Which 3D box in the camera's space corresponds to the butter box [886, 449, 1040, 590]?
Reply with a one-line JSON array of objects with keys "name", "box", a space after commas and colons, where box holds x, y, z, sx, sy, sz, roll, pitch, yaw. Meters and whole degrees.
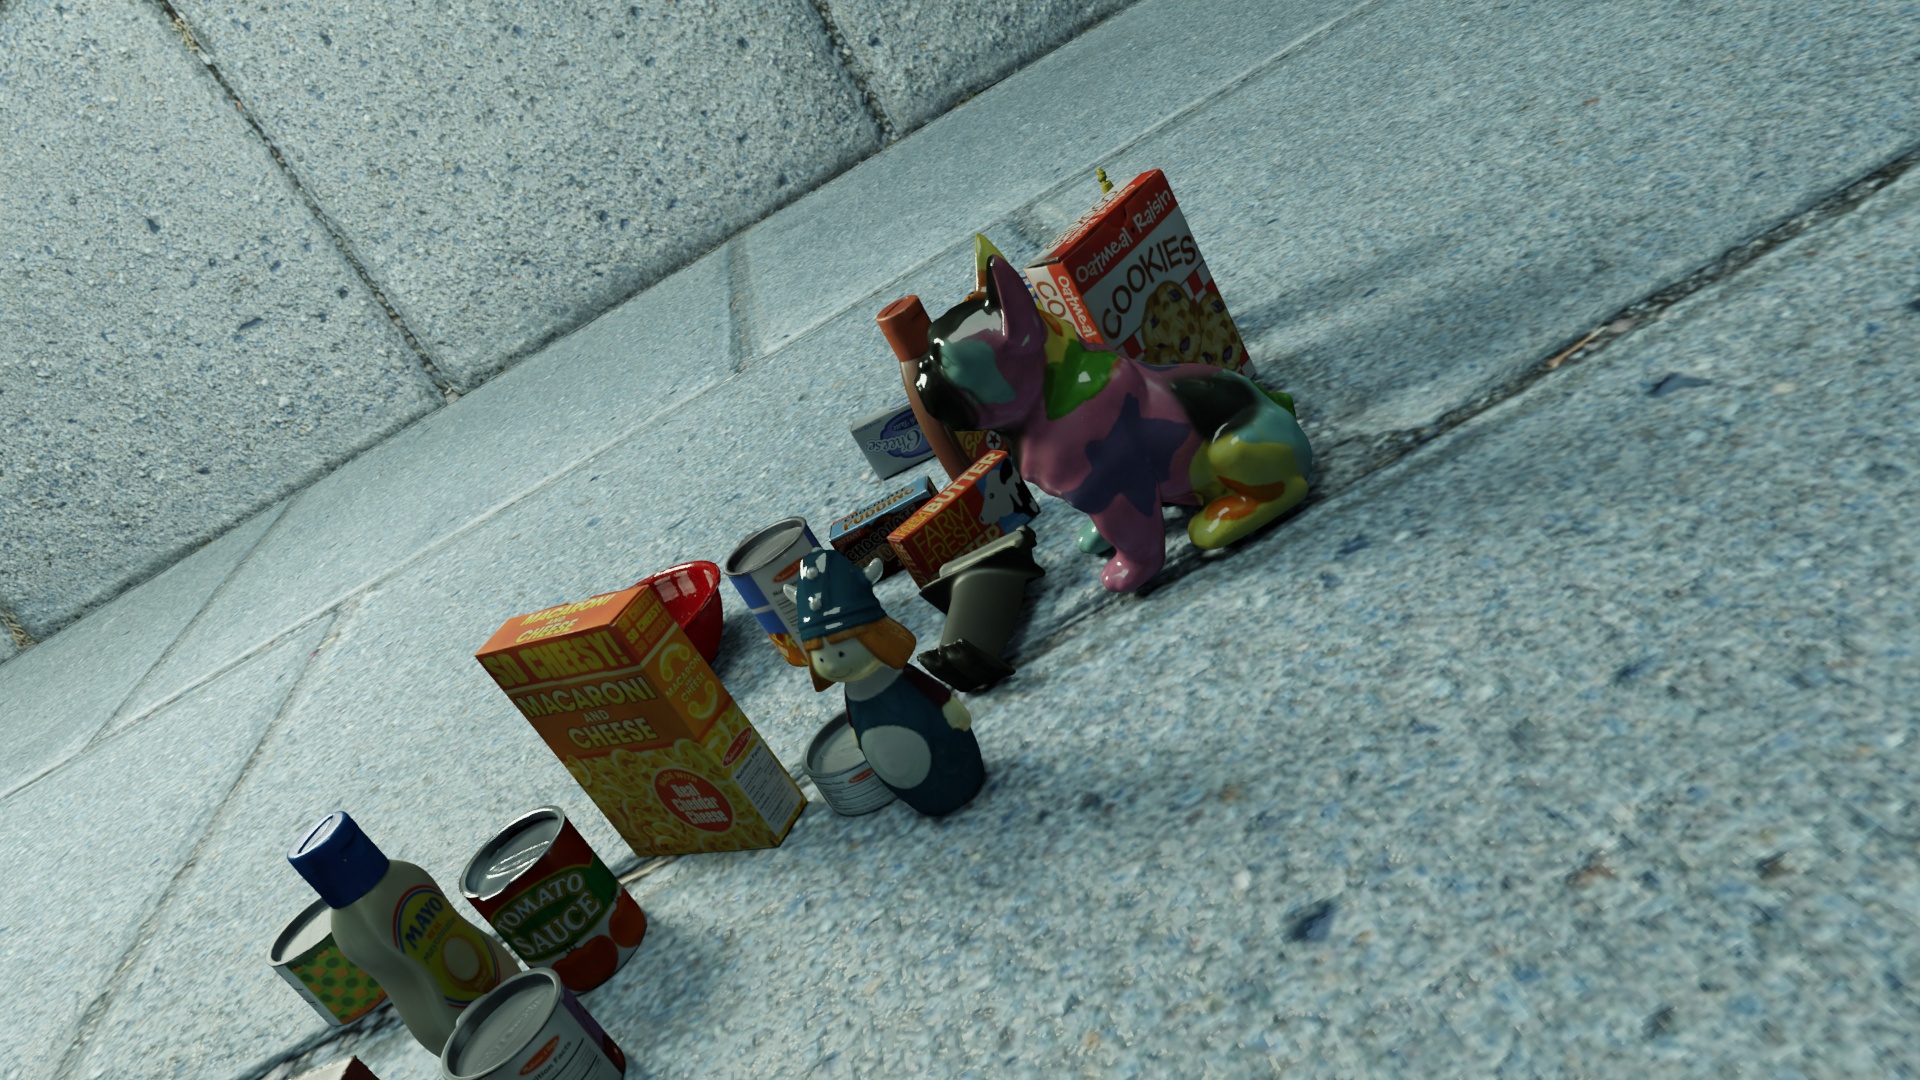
[{"name": "butter box", "box": [0.003, -0.012, 0.960, 0.104, 0.053, 0.024, -40, 25, -20]}]

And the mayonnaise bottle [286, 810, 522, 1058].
[{"name": "mayonnaise bottle", "box": [-0.303, 0.212, 0.755, 0.041, 0.147, 0.065, -19, 26, 26]}]

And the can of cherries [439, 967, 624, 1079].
[{"name": "can of cherries", "box": [-0.207, 0.252, 0.675, 0.071, 0.058, 0.072, -25, 24, 12]}]

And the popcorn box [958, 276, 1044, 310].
[{"name": "popcorn box", "box": [0.064, -0.181, 1.184, 0.126, 0.085, 0.038, -8, 32, 42]}]

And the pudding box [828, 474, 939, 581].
[{"name": "pudding box", "box": [-0.048, -0.006, 1.013, 0.083, 0.049, 0.030, -26, 24, 10]}]

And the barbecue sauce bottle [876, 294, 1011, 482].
[{"name": "barbecue sauce bottle", "box": [-0.014, -0.117, 1.069, 0.043, 0.148, 0.065, -5, 34, 46]}]

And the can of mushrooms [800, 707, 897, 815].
[{"name": "can of mushrooms", "box": [-0.053, 0.120, 0.787, 0.071, 0.033, 0.071, -25, 24, 12]}]

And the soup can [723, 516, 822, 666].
[{"name": "soup can", "box": [-0.116, 0.035, 0.968, 0.071, 0.083, 0.071, -26, 24, 12]}]

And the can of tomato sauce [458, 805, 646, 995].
[{"name": "can of tomato sauce", "box": [-0.223, 0.200, 0.766, 0.071, 0.083, 0.071, -26, 24, 12]}]

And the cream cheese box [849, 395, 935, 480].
[{"name": "cream cheese box", "box": [-0.035, -0.096, 1.172, 0.103, 0.053, 0.024, -24, 24, 15]}]

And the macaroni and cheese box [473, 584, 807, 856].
[{"name": "macaroni and cheese box", "box": [-0.183, 0.108, 0.798, 0.123, 0.166, 0.040, -13, 29, 35]}]

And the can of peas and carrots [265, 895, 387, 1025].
[{"name": "can of peas and carrots", "box": [-0.387, 0.259, 0.874, 0.071, 0.058, 0.071, -25, 24, 12]}]

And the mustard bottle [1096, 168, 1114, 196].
[{"name": "mustard bottle", "box": [0.139, -0.211, 1.061, 0.065, 0.159, 0.049, -40, 25, -20]}]

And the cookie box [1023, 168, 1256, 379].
[{"name": "cookie box", "box": [0.126, -0.148, 0.941, 0.040, 0.167, 0.123, -2, 37, 49]}]
